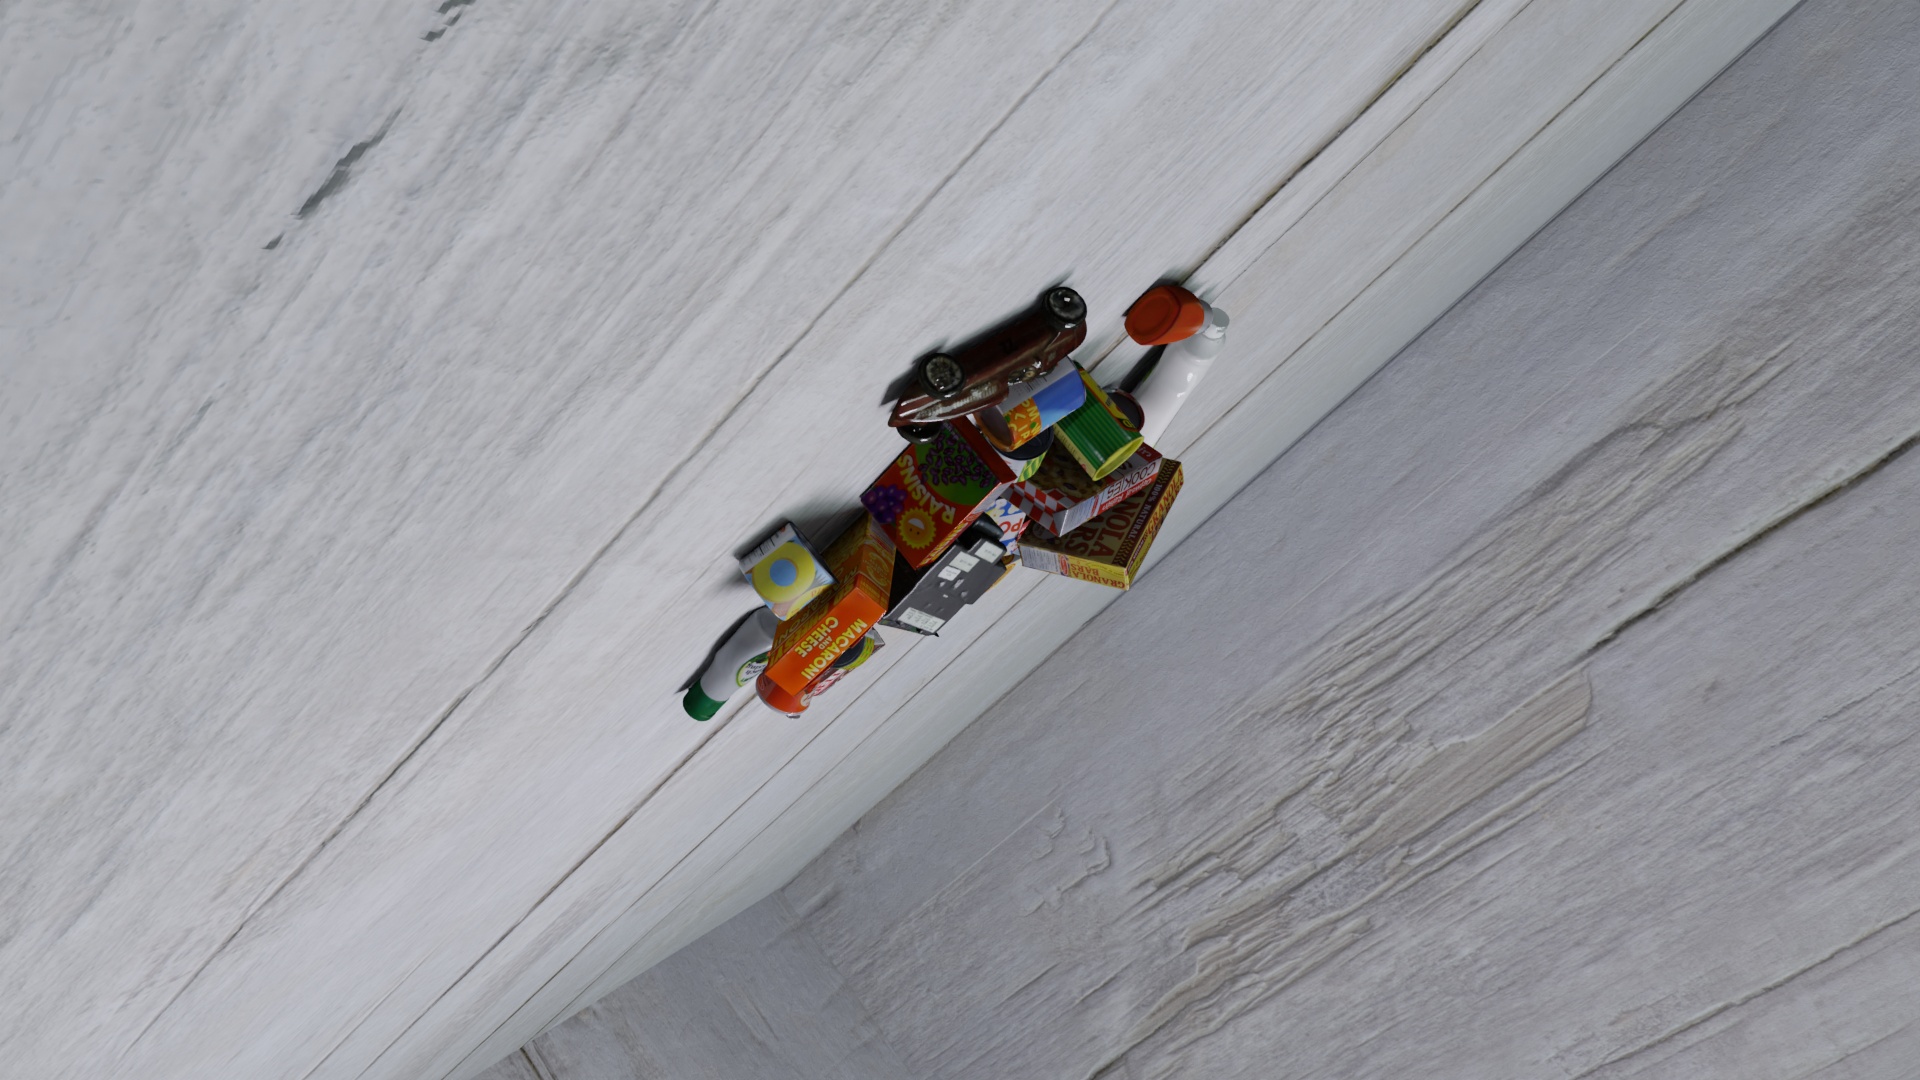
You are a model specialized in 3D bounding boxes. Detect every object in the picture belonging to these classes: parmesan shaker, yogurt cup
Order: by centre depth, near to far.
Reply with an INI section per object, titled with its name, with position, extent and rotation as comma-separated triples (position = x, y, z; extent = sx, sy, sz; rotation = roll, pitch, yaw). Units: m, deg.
[parmesan shaker]
position = 0.124, -0.119, 1.373
extent = 0.071, 0.103, 0.071
rotation = -37, 169, -9
[yogurt cup]
position = -0.191, 0.156, 1.573
extent = 0.072, 0.072, 0.053
rotation = -22, 152, -55

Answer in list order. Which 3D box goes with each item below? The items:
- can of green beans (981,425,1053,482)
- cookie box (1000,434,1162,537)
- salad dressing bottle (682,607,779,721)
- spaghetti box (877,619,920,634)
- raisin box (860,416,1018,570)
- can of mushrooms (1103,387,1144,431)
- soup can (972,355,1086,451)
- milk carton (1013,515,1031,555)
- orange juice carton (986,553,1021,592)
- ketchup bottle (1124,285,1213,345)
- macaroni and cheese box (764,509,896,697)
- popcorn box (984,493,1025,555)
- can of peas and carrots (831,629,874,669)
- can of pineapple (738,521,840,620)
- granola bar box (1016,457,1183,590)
[can of green beans]
position = 0.052, -0.096, 1.336
extent = 0.071, 0.071, 0.057
rotation = -35, 168, -19
[cookie box]
position = 0.111, -0.079, 1.434
extent = 0.168, 0.123, 0.040
rotation = -28, 144, -42
[salad dressing bottle]
position = -0.226, 0.127, 1.392
extent = 0.147, 0.044, 0.064
rotation = -45, 165, 31
[spaghetti box]
position = -0.076, 0.081, 1.668
extent = 0.028, 0.050, 0.250
rotation = -41, 168, 3
[raisin box]
position = -0.021, -0.046, 1.253
extent = 0.123, 0.086, 0.040
rotation = -45, 169, 27
[can of mushrooms]
position = 0.172, -0.134, 1.548
extent = 0.071, 0.071, 0.033
rotation = -30, 164, -35
[soup can]
position = 0.060, -0.125, 1.238
extent = 0.084, 0.071, 0.071
rotation = -34, 168, -19
[milk carton]
position = 0.060, -0.036, 1.578
extent = 0.073, 0.072, 0.190
rotation = -40, 168, 7
[orange juice carton]
position = -0.016, 0.039, 1.634
extent = 0.193, 0.072, 0.072
rotation = -25, 162, -50
[ketchup bottle]
position = 0.217, -0.226, 1.400
extent = 0.064, 0.043, 0.149
rotation = -43, 168, 25
[macaroni and cheese box]
position = -0.114, 0.053, 1.269
extent = 0.123, 0.040, 0.167
rotation = -43, -162, 19
[popcorn box]
position = 0.005, -0.018, 1.425
extent = 0.127, 0.038, 0.084
rotation = -11, 136, -32
[can of peas and carrots]
position = -0.136, 0.114, 1.566
extent = 0.071, 0.071, 0.058
rotation = -39, 169, 1
[can of pineapple]
position = -0.147, 0.028, 1.190
extent = 0.058, 0.071, 0.071
rotation = -38, 168, -1
[granola bar box]
position = 0.151, -0.030, 1.484
extent = 0.166, 0.124, 0.038
rotation = -58, 149, -35
